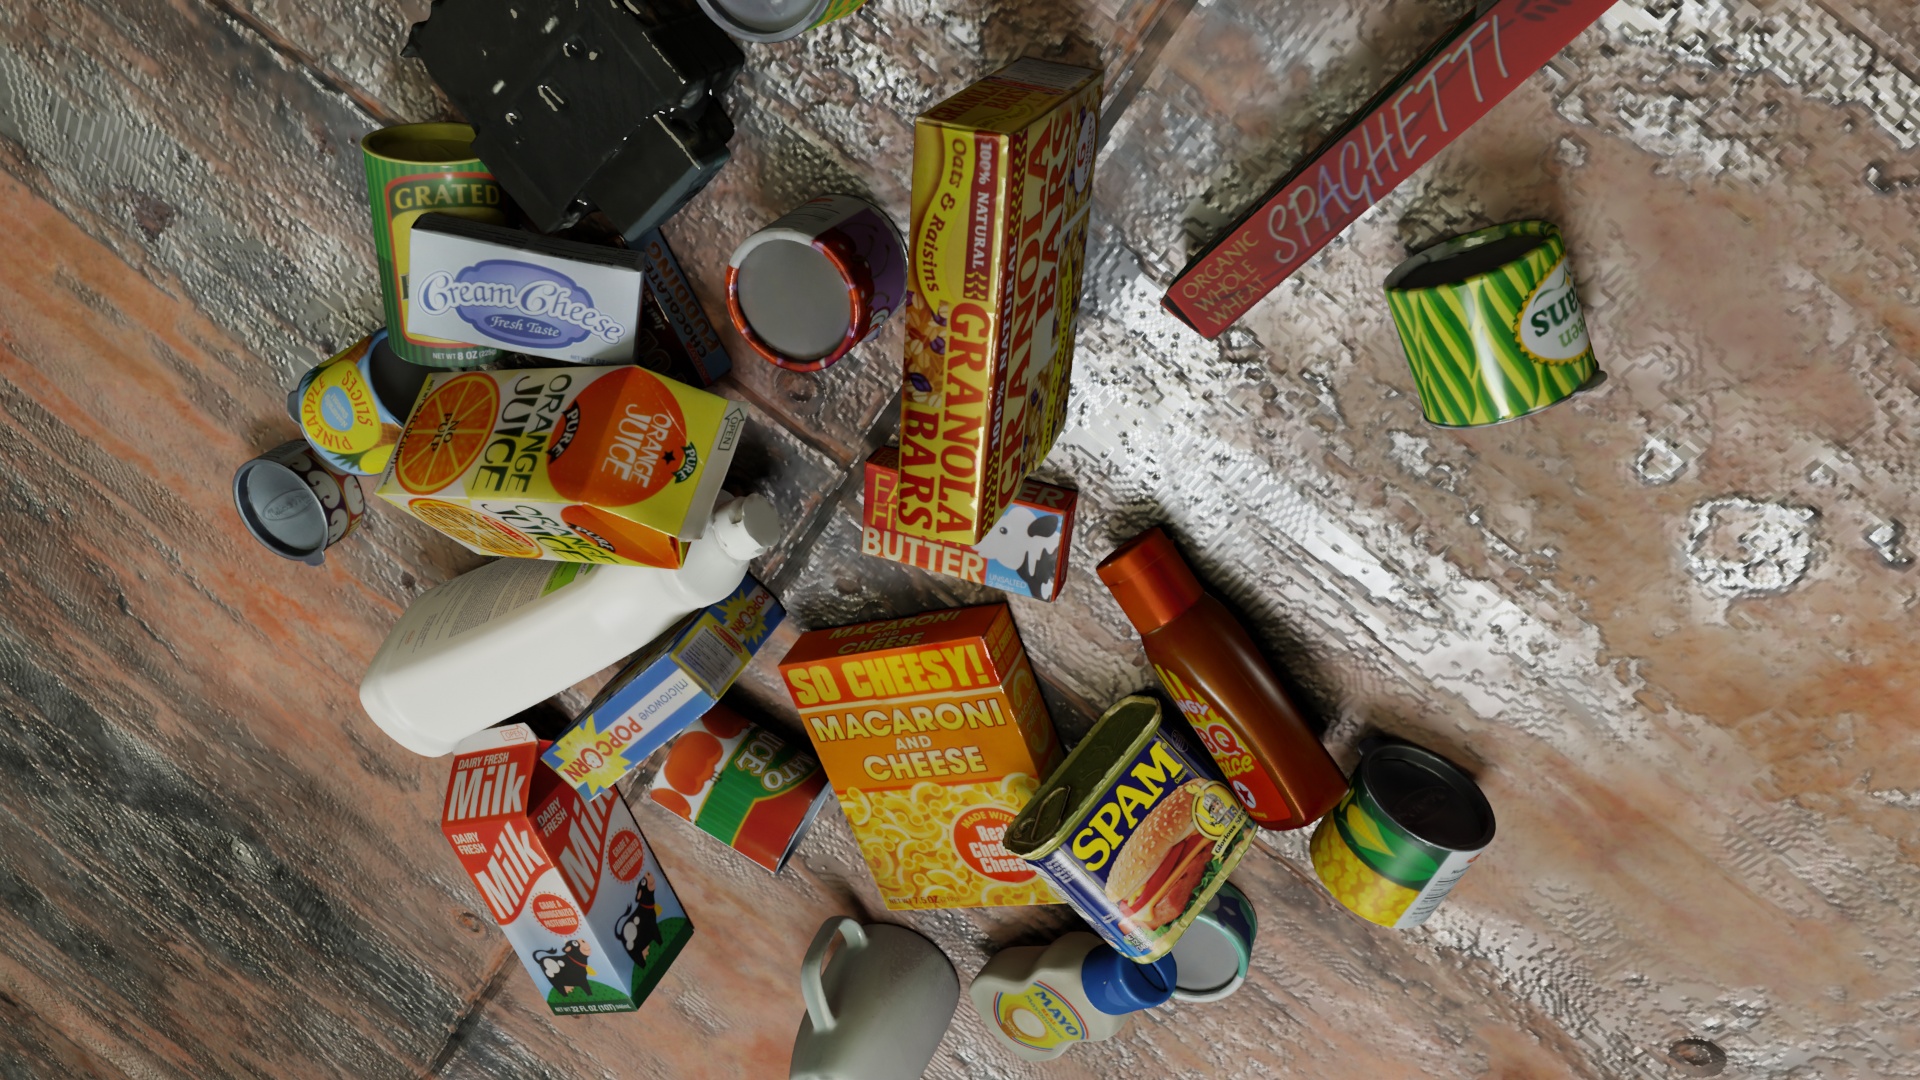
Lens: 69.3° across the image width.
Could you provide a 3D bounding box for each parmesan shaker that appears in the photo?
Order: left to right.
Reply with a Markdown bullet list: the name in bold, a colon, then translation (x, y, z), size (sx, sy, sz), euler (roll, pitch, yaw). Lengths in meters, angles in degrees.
- **parmesan shaker**: translation (-0.247, -0.144, 0.676), size (0.071, 0.072, 0.102), euler (14, 122, 14)

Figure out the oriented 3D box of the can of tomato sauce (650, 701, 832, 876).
- **can of tomato sauce**: translation (-0.120, 0.136, 0.778), size (0.083, 0.071, 0.070), euler (30, 124, 5)

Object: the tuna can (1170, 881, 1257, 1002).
- **tuna can**: translation (0.122, 0.210, 0.743), size (0.071, 0.033, 0.070), euler (9, 120, 16)

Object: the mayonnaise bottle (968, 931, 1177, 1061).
- **mayonnaise bottle**: translation (0.062, 0.244, 0.753), size (0.065, 0.041, 0.147), euler (49, 143, 2)

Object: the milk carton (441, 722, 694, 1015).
- **milk carton**: translation (-0.248, 0.195, 0.855), size (0.072, 0.074, 0.190), euler (-13, 111, 27)

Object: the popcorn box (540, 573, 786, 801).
- **popcorn box**: translation (-0.159, 0.078, 0.749), size (0.038, 0.085, 0.126), euler (47, 123, -10)

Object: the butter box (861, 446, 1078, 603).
- **butter box**: translation (0.002, -0.008, 0.676), size (0.103, 0.024, 0.052), euler (15, 122, 14)

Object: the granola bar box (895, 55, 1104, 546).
- **granola bar box**: translation (0.017, -0.098, 0.561), size (0.039, 0.125, 0.164), euler (14, 121, 16)

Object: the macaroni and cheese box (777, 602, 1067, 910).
- **macaroni and cheese box**: translation (-0.009, 0.119, 0.740), size (0.123, 0.040, 0.166), euler (-10, 113, 26)

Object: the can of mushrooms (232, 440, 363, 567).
- **can of mushrooms**: translation (-0.387, -0.022, 0.815), size (0.071, 0.034, 0.070), euler (9, 119, 16)

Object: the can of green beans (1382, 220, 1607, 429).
- **can of green beans**: translation (0.202, -0.083, 0.532), size (0.071, 0.071, 0.057), euler (-14, 111, 27)

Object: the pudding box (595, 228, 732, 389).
- **pudding box**: translation (-0.156, -0.108, 0.679), size (0.049, 0.030, 0.083), euler (-17, 110, 29)

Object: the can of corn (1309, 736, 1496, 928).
- **can of corn**: translation (0.204, 0.136, 0.652), size (0.071, 0.071, 0.058), euler (26, 124, 7)

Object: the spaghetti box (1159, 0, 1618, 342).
- **spaghetti box**: translation (0.175, -0.164, 0.508), size (0.028, 0.050, 0.249), euler (46, 124, -6)

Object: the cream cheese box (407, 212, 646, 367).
- **cream cheese box**: translation (-0.199, -0.114, 0.640), size (0.104, 0.024, 0.053), euler (9, 120, -7)

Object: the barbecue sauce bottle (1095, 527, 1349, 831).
- **barbecue sauce bottle**: translation (0.119, 0.064, 0.649), size (0.148, 0.044, 0.064), euler (56, 165, -2)

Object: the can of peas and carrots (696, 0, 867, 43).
- **can of peas and carrots**: translation (-0.067, -0.239, 0.556), size (0.071, 0.059, 0.070), euler (9, 120, 16)

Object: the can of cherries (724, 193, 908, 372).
- **can of cherries**: translation (-0.063, -0.113, 0.623), size (0.071, 0.059, 0.071), euler (9, 120, 17)

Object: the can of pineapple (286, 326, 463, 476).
- **can of pineapple**: translation (-0.305, -0.073, 0.733), size (0.057, 0.071, 0.071), euler (-21, 108, 29)

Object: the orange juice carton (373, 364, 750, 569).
- **orange juice carton**: translation (-0.183, -0.035, 0.668), size (0.192, 0.072, 0.073), euler (3, 156, 33)
